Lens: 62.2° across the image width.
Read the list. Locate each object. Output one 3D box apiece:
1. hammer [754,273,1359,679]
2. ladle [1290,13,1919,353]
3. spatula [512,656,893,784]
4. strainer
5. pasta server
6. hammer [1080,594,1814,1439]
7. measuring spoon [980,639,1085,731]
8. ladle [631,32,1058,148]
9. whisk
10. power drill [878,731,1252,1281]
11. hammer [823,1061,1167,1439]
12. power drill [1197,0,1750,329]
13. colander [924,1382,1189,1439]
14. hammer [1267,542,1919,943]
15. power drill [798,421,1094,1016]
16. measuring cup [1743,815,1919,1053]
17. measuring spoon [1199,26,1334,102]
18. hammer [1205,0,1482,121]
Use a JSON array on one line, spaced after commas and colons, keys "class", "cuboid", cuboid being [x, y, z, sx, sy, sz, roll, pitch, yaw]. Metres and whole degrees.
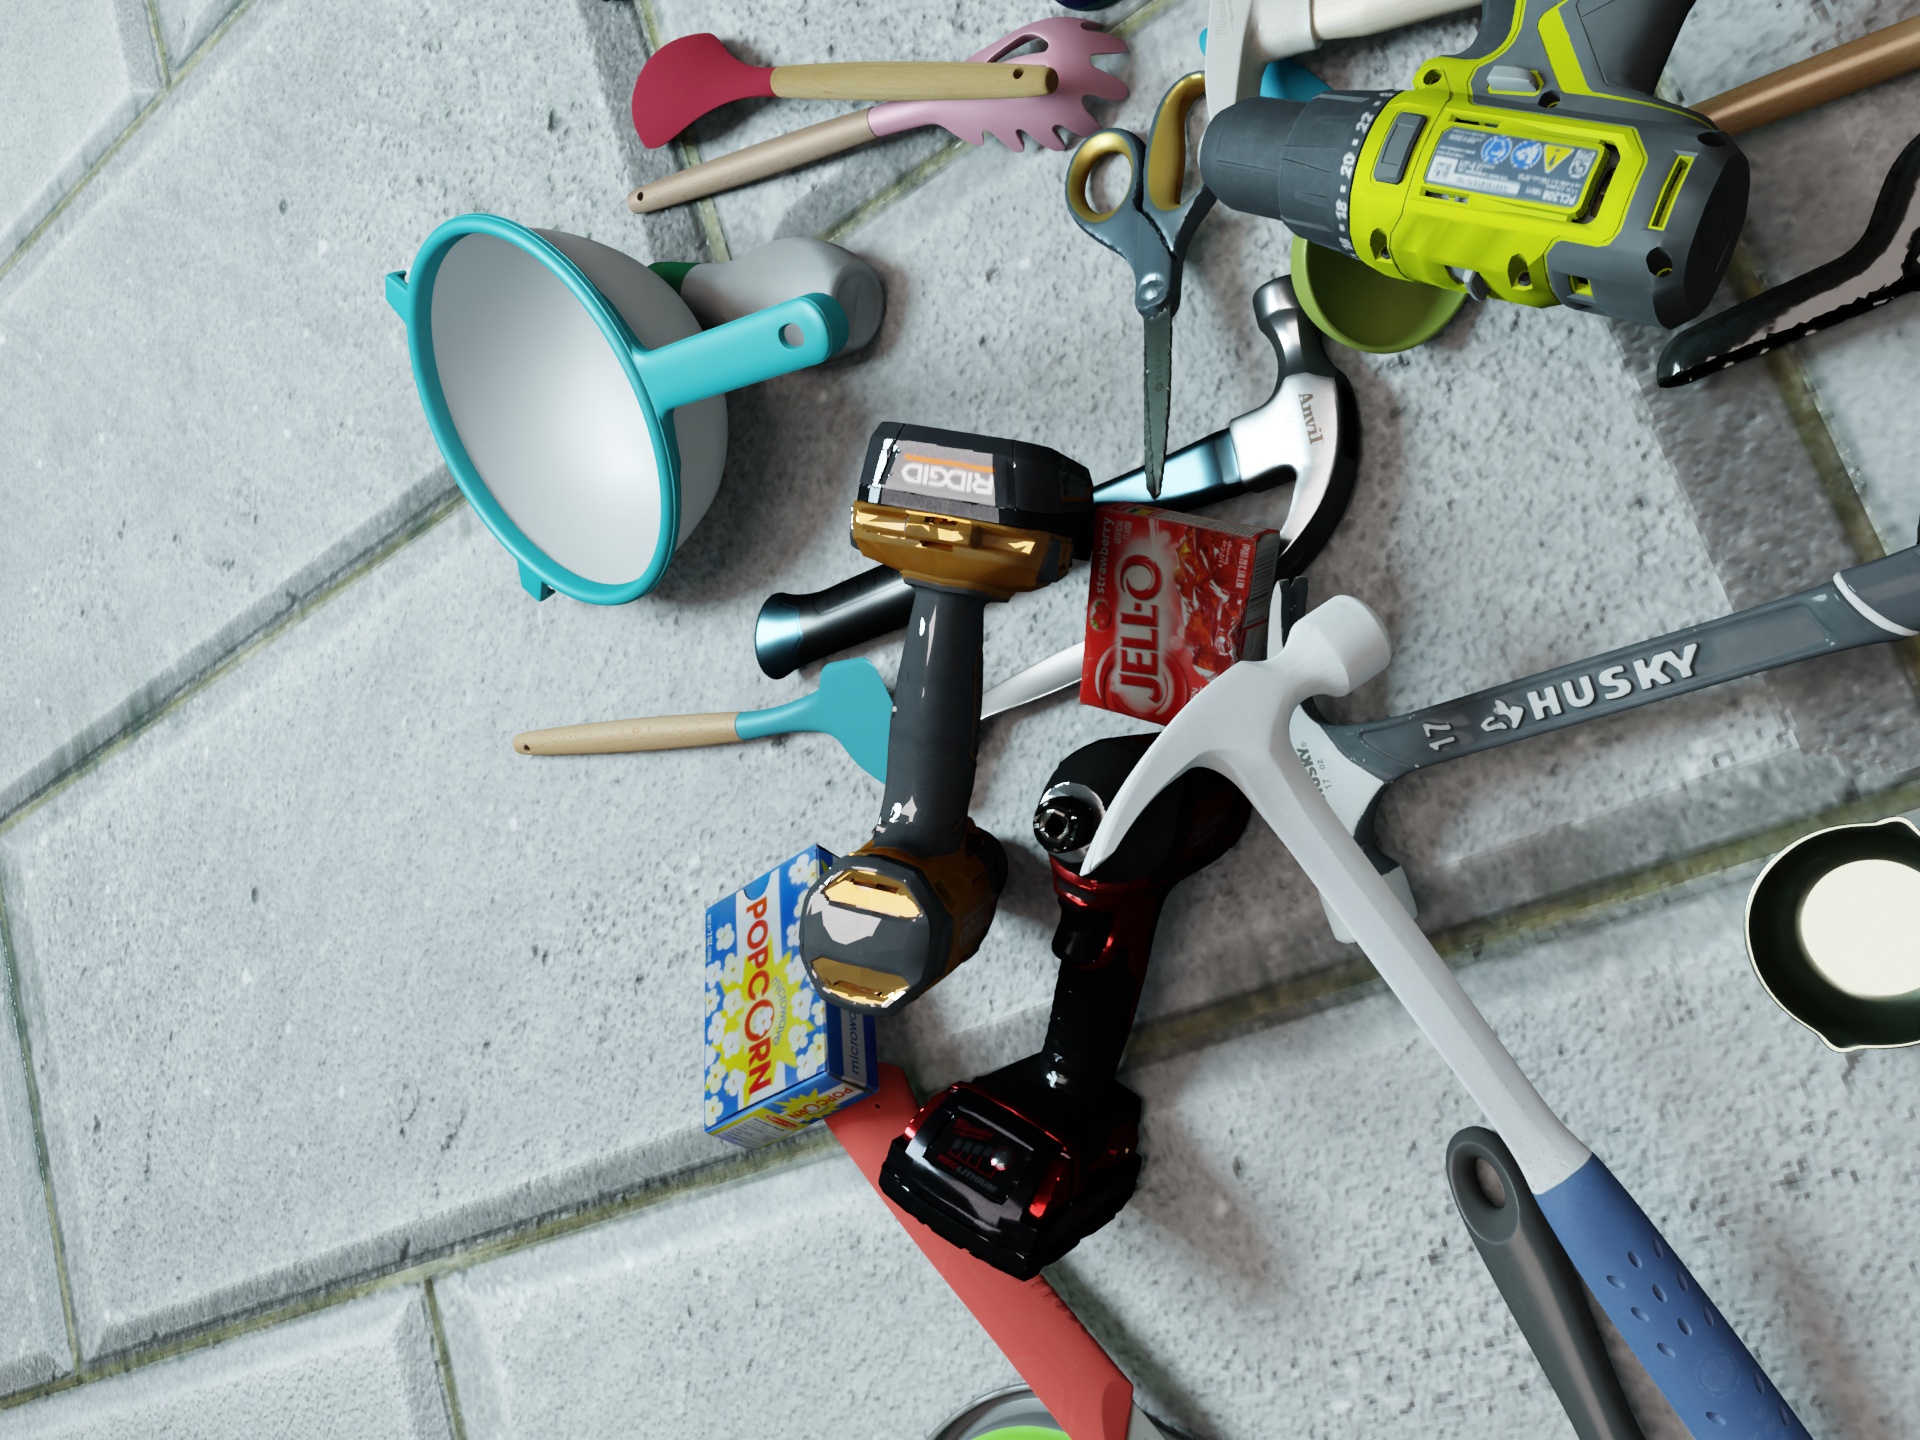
[{"class": "hammer", "cuboid": [0.030, -0.085, 0.749, 0.331, 0.033, 0.128, -18, 77, 33]}, {"class": "ladle", "cuboid": [0.275, -0.215, 0.576, 0.320, 0.062, 0.078, -15, 116, 29]}, {"class": "spatula", "cuboid": [-0.142, 0.008, 0.856, 0.317, 0.044, 0.082, -5, 117, 36]}, {"class": "strainer", "cuboid": [-0.149, -0.177, 0.804, 0.340, 0.095, 0.211, -3, 115, 46]}, {"class": "pasta server", "cuboid": [-0.058, -0.300, 0.822, 0.316, 0.040, 0.060, -2, 88, 38]}, {"class": "hammer", "cuboid": [0.202, 0.154, 0.563, 0.144, 0.035, 0.405, -33, 82, -13]}, {"class": "measuring spoon", "cuboid": [0.035, -0.013, 0.757, 0.124, 0.018, 0.034, -25, 53, 25]}, {"class": "ladle", "cuboid": [-0.073, -0.320, 0.800, 0.316, 0.031, 0.069, 19, 87, 40]}, {"class": "whisk", "cuboid": [0.250, 0.291, 0.579, 0.073, 0.073, 0.296, -34, 65, 29]}, {"class": "power drill", "cuboid": [0.048, 0.110, 0.667, 0.079, 0.143, 0.219, 24, 104, 27]}, {"class": "hammer", "cuboid": [0.039, 0.287, 0.692, 0.359, 0.149, 0.036, 43, 151, 33]}, {"class": "power drill", "cuboid": [0.199, -0.261, 0.553, 0.191, 0.080, 0.228, 25, 95, 34]}, {"class": "colander", "cuboid": [-0.030, 0.442, 0.737, 0.397, 0.094, 0.205, -28, 73, 30]}, {"class": "hammer", "cuboid": [0.290, -0.038, 0.547, 0.409, 0.036, 0.149, -21, 87, 34]}, {"class": "power drill", "cuboid": [-0.001, -0.002, 0.677, 0.084, 0.185, 0.226, 11, 96, 13]}, {"class": "measuring cup", "cuboid": [0.352, 0.083, 0.526, 0.168, 0.038, 0.083, 15, 97, 31]}, {"class": "measuring spoon", "cuboid": [0.146, -0.269, 0.682, 0.129, 0.021, 0.042, 43, 111, 25]}, {"class": "hammer", "cuboid": [0.284, -0.290, 0.571, 0.411, 0.038, 0.146, -1, 77, 32]}]
